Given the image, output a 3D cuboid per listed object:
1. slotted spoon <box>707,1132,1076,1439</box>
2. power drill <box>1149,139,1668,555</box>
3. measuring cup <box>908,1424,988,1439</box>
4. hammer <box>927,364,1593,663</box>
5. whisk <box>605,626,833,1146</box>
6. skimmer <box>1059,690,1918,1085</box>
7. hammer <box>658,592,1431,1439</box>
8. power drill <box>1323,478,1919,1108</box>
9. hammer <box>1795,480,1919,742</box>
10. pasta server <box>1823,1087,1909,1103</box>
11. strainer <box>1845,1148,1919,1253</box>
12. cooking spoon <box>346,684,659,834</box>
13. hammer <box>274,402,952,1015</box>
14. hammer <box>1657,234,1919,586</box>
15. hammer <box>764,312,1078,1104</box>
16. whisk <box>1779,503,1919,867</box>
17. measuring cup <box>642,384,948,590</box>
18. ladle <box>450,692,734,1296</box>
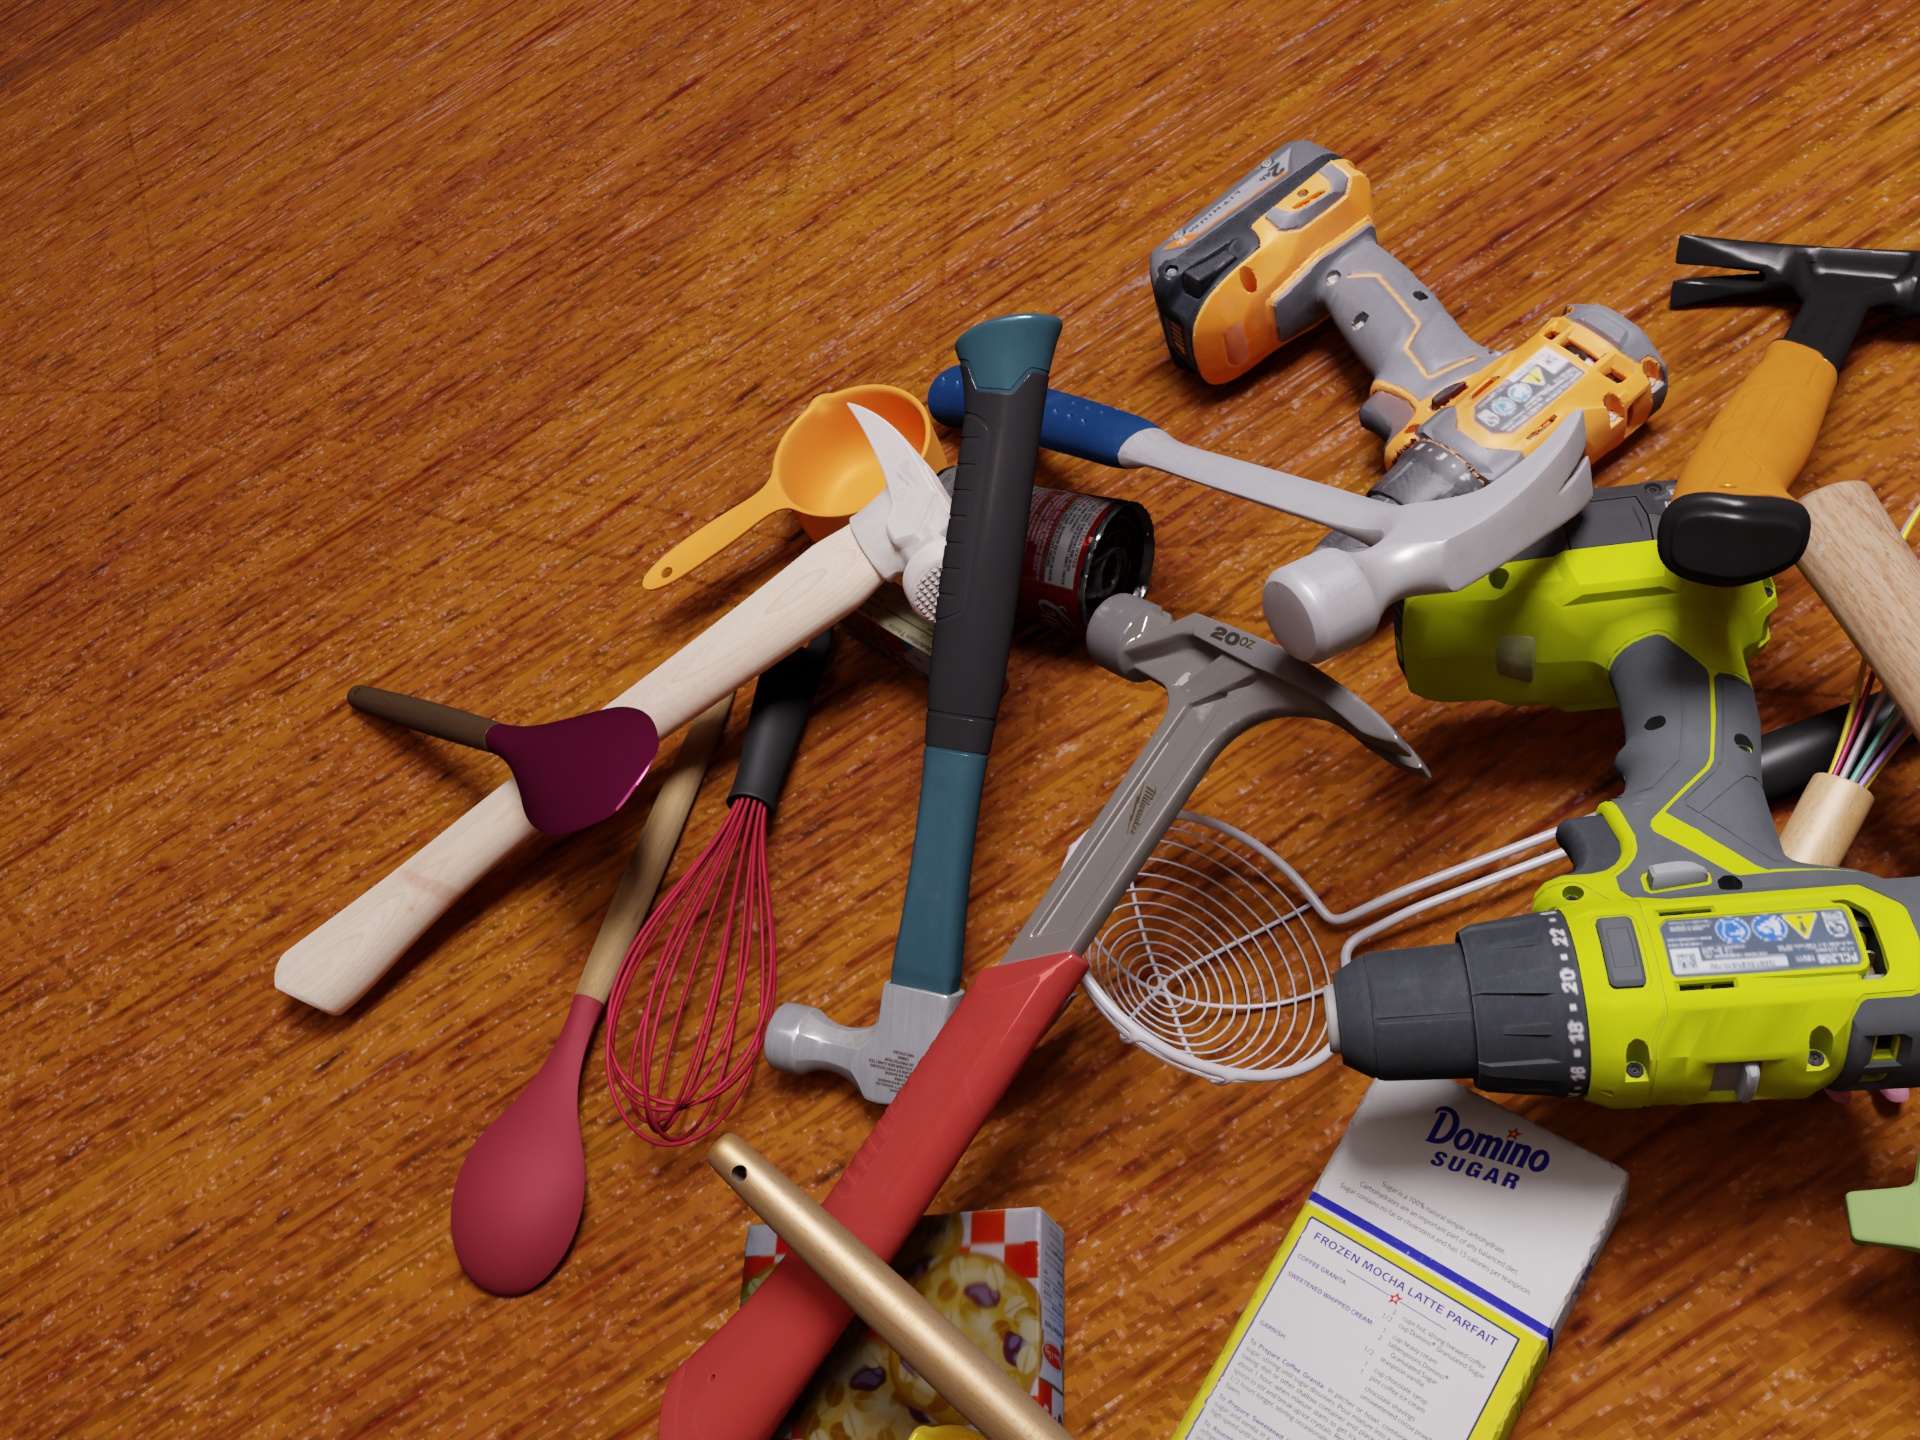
[{"bbox_3d":[0.036,0.238,0.507,0.314,0.031,0.070,38,88,16],"label":"slotted spoon"},{"bbox_3d":[0.186,-0.161,0.762,0.185,0.084,0.226,-40,59,-5],"label":"power drill"},{"bbox_3d":[-0.040,0.297,0.541,0.156,0.029,0.062,-36,36,11],"label":"measuring cup"},{"bbox_3d":[0.091,-0.118,0.696,0.144,0.035,0.406,-26,27,-16],"label":"hammer"},{"bbox_3d":[-0.103,0.057,0.746,0.073,0.073,0.296,-2,53,20],"label":"whisk"},{"bbox_3d":[0.218,0.039,0.613,0.363,0.090,0.127,-22,52,7],"label":"skimmer"},{"bbox_3d":[0.012,0.124,0.568,0.149,0.036,0.359,32,88,47],"label":"hammer"},{"bbox_3d":[0.217,0.026,0.553,0.190,0.080,0.229,-6,49,12],"label":"power drill"},{"bbox_3d":[0.354,0.053,0.495,0.130,0.031,0.332,-22,57,11],"label":"hammer"},{"bbox_3d":[0.441,0.082,0.534,0.316,0.060,0.040,-8,16,13],"label":"pasta server"},{"bbox_3d":[0.413,0.124,0.493,0.256,0.069,0.152,-45,56,-7],"label":"strainer"},{"bbox_3d":[-0.241,0.006,0.789,0.319,0.017,0.069,10,62,49],"label":"cooking spoon"},{"bbox_3d":[-0.174,0.006,0.774,0.410,0.038,0.146,-36,44,10],"label":"hammer"},{"bbox_3d":[0.315,-0.132,0.619,0.127,0.034,0.337,15,35,29],"label":"hammer"},{"bbox_3d":[-0.001,-0.002,0.660,0.128,0.033,0.331,9,94,21],"label":"hammer"},{"bbox_3d":[0.336,0.007,0.579,0.047,0.051,0.245,32,84,0],"label":"whisk"},{"bbox_3d":[-0.085,-0.106,0.845,0.173,0.052,0.095,-33,54,2],"label":"measuring cup"},{"bbox_3d":[-0.164,0.110,0.755,0.069,0.031,0.316,5,60,24],"label":"ladle"}]
